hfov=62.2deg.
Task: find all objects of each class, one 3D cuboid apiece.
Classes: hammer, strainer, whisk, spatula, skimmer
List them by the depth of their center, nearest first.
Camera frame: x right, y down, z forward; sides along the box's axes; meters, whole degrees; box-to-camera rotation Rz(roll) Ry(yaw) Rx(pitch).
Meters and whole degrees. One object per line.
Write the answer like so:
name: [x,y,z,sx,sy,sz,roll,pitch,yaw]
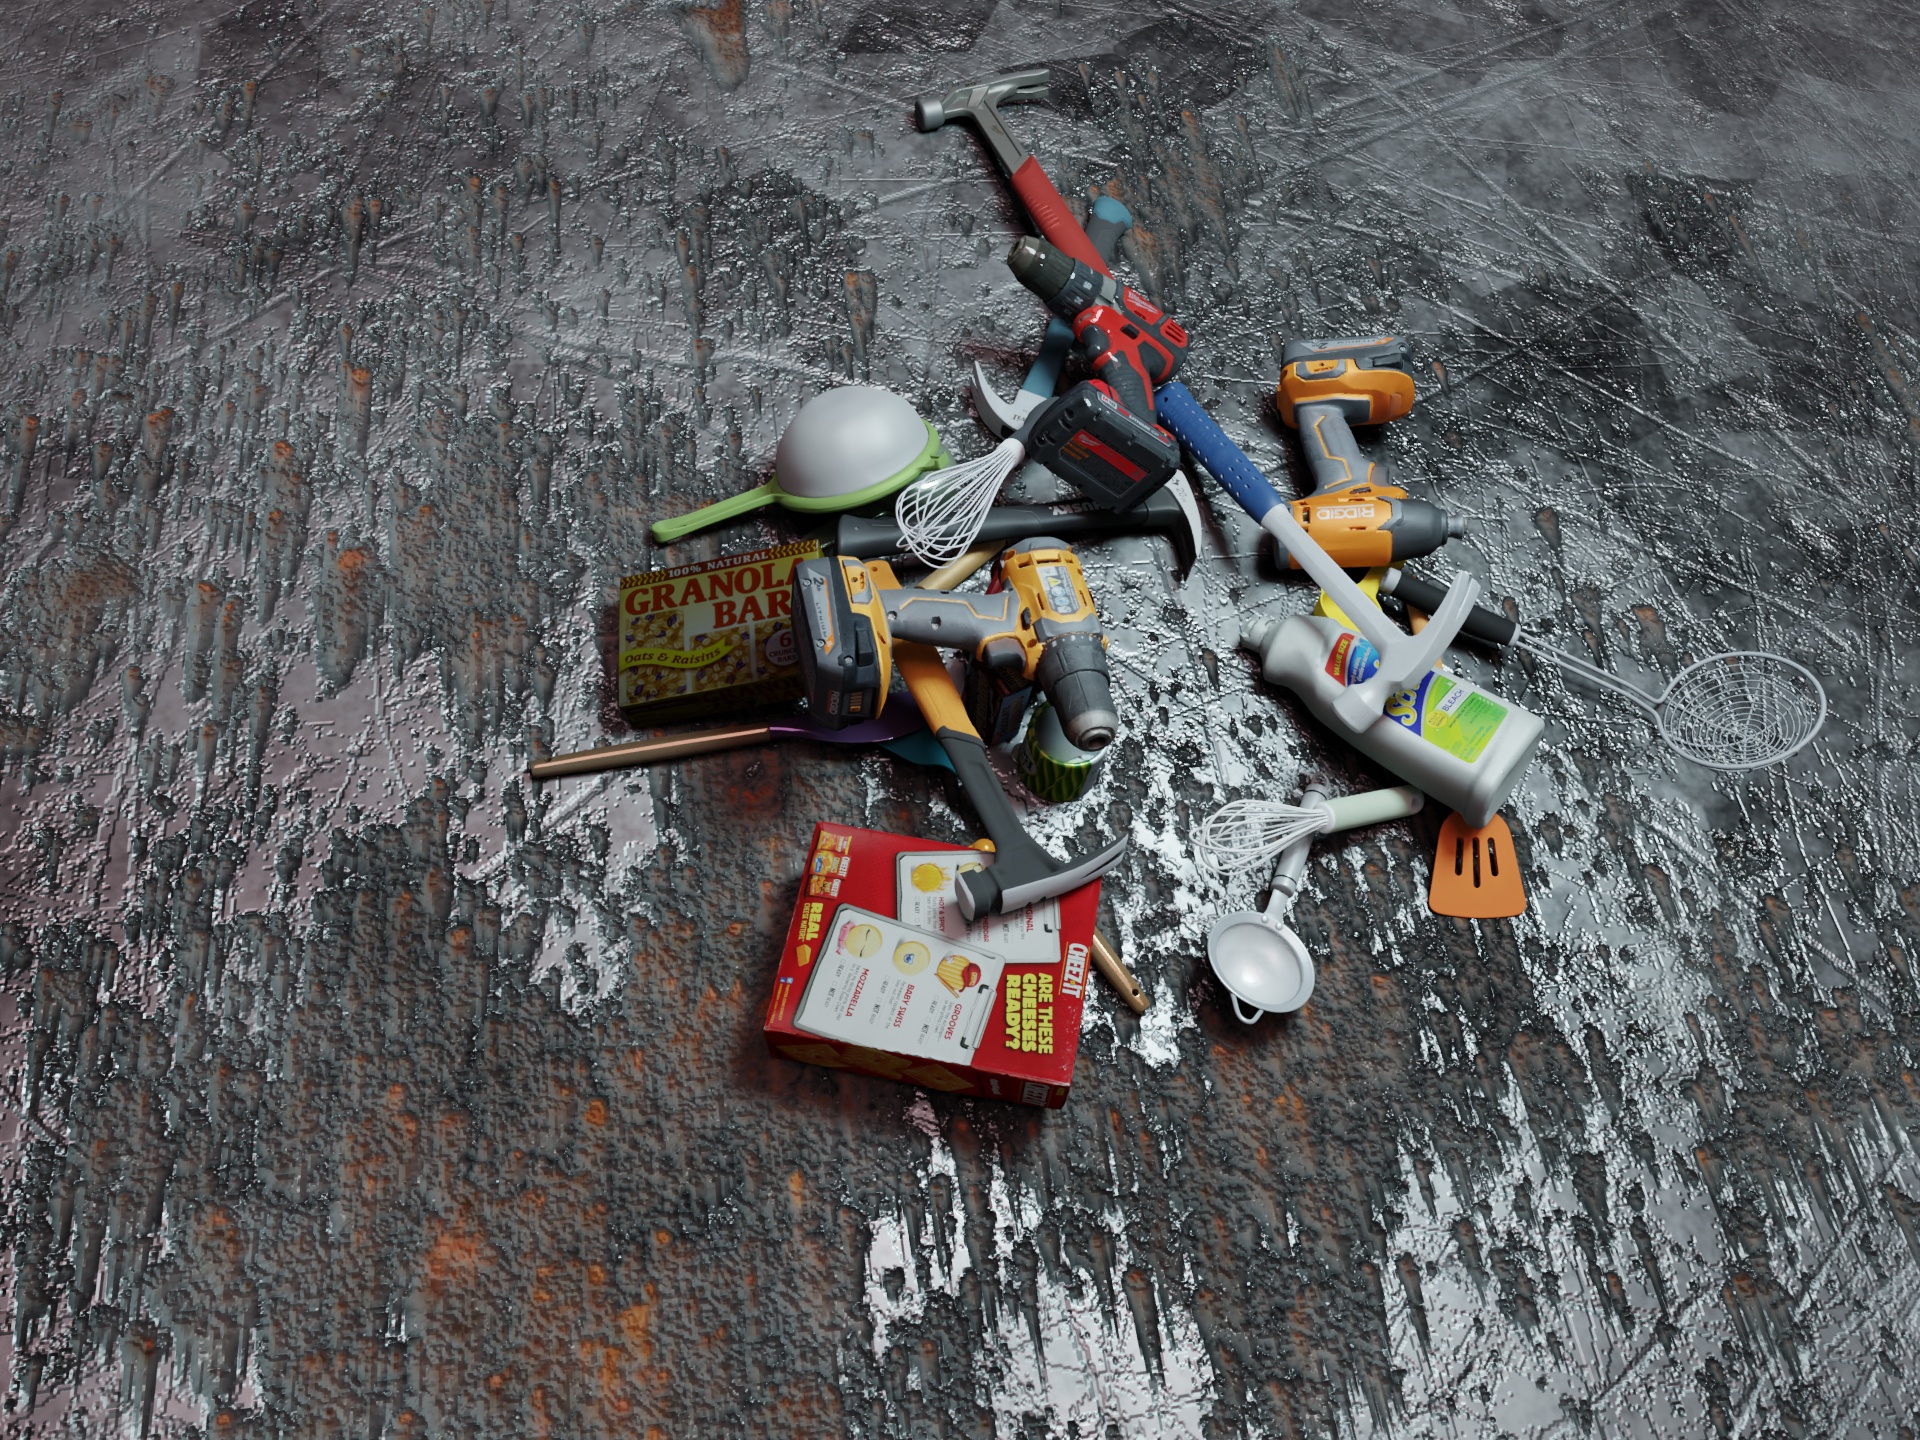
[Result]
hammer: [-0.002,-0.004,1.199,0.127,0.034,0.337,-16,54,-17]
strainer: [0.247,0.136,1.228,0.087,0.050,0.259,28,54,2]
whisk: [0.274,0.077,1.231,0.246,0.057,0.059,-7,17,-35]
spatula: [0.043,0.098,1.231,0.082,0.044,0.318,-30,73,-24]
spatula: [-0.175,0.014,1.245,0.316,0.018,0.060,-9,38,-11]
whisk: [-0.048,-0.091,1.320,0.051,0.047,0.245,39,58,16]
whisk: [0.027,-0.208,1.324,0.070,0.070,0.285,31,43,10]
spatula: [0.406,0.012,1.335,0.081,0.041,0.323,1,56,-7]
strainer: [-0.146,-0.222,1.338,0.256,0.069,0.152,-22,35,-6]
hammer: [0.274,-0.170,1.341,0.144,0.035,0.406,-46,47,17]
skimmer: [0.538,-0.062,1.347,0.363,0.090,0.127,25,60,2]
hammer: [0.050,-0.165,1.353,0.334,0.035,0.146,-10,56,-21]
hammer: [0.103,-0.383,1.516,0.128,0.033,0.331,20,59,2]
hammer: [0.083,-0.521,1.563,0.149,0.036,0.359,-17,56,-12]

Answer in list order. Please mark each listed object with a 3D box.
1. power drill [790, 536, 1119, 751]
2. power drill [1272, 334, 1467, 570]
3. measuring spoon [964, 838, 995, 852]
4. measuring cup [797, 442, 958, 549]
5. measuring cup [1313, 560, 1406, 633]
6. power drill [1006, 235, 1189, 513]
power drill: [0.000,-0.048,1.166,0.226,0.084,0.186,-6,53,-14]
power drill: [0.361,-0.235,1.421,0.164,0.084,0.227,-1,60,12]
measuring spoon: [-0.030,0.108,1.206,0.117,0.011,0.021,-11,77,-1]
measuring cup: [-0.073,-0.194,1.373,0.167,0.038,0.083,-34,70,-26]
measuring cup: [0.361,-0.115,1.406,0.062,0.029,0.156,36,50,13]
power drill: [0.113,-0.308,1.372,0.187,0.080,0.227,30,46,-23]
